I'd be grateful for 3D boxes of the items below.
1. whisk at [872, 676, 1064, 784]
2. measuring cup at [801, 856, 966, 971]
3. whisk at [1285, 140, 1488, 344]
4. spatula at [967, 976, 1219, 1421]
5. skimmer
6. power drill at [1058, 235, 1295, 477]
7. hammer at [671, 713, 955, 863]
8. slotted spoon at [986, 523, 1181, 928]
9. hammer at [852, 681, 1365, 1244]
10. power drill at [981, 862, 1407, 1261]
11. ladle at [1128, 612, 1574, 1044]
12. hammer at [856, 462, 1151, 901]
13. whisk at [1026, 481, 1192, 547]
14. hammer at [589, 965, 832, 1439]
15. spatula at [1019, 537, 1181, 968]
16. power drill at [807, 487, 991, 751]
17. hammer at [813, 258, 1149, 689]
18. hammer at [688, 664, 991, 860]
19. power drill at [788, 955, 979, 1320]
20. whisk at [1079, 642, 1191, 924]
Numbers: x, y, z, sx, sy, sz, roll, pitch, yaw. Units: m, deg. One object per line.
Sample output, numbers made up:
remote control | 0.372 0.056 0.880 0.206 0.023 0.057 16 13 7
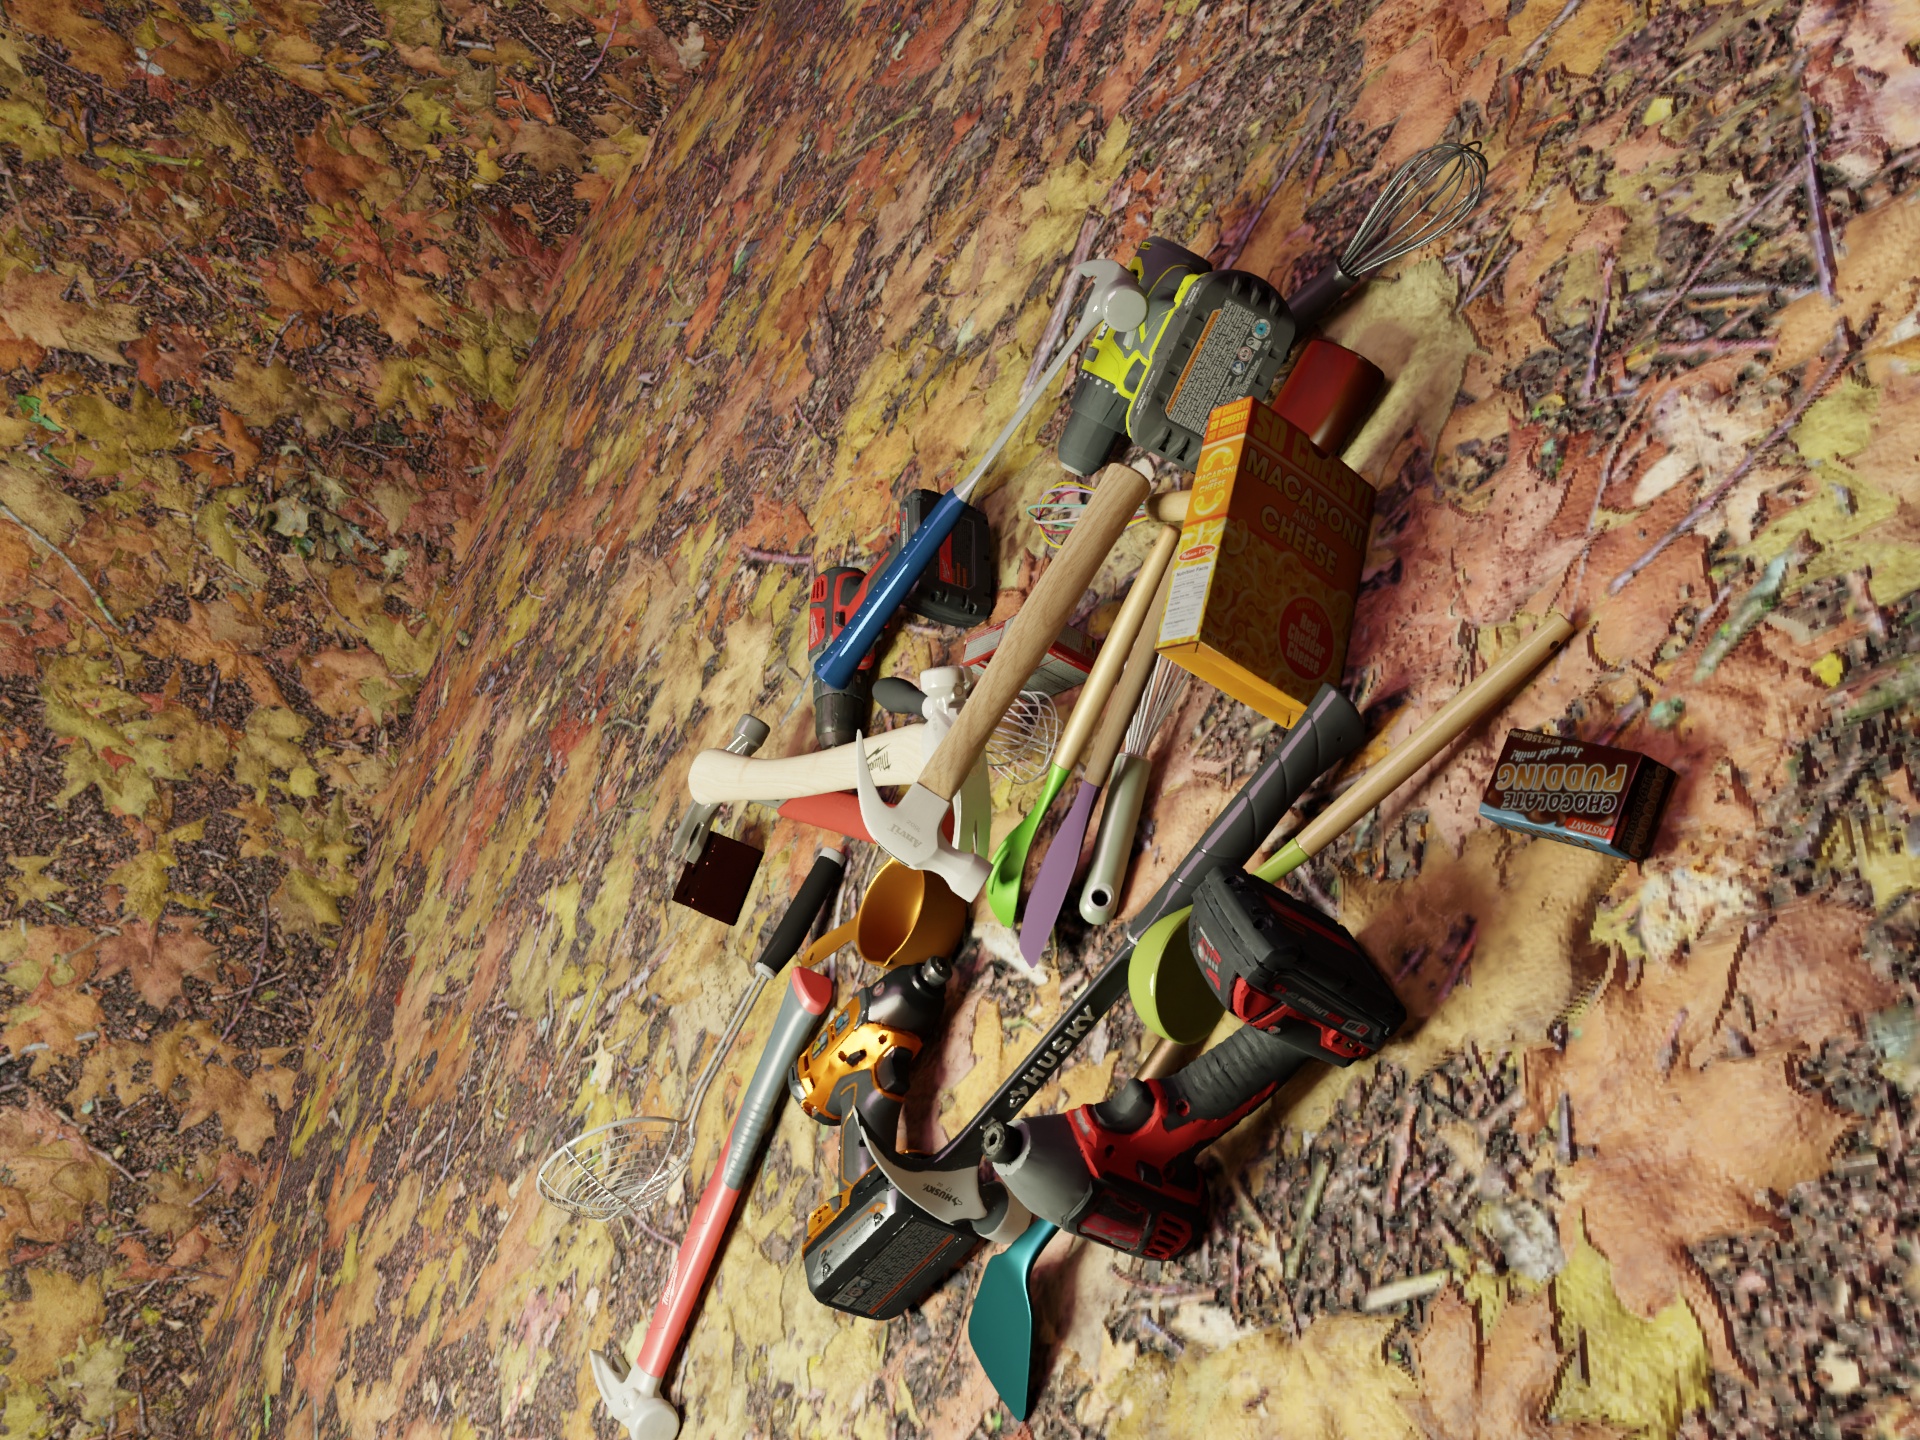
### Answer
whisk | -0.002 -0.003 1.259 0.285 0.070 0.070 18 83 59
measuring cup | -0.060 0.169 1.245 0.173 0.052 0.095 -35 41 44
whisk | 0.268 -0.313 1.102 0.239 0.055 0.055 -39 38 44
spatula | 0.090 0.267 0.962 0.317 0.044 0.082 -57 30 3
skimmer | -0.217 0.253 1.335 0.090 0.127 0.363 17 64 27
power drill | 0.147 -0.258 1.183 0.190 0.080 0.229 -64 18 12
hammer | -0.128 0.083 1.380 0.359 0.036 0.149 10 71 52
slotted spoon | 0.081 0.007 1.097 0.070 0.031 0.313 -90 22 -68
hammer | 0.098 0.142 0.957 0.409 0.149 0.036 -51 31 9
power drill | 0.118 0.192 0.855 0.219 0.143 0.079 -52 29 16
ladle | 0.216 0.061 0.878 0.320 0.078 0.062 -44 44 15
hammer | 0.038 -0.045 1.128 0.331 0.130 0.031 -58 0 -12
whisk | 0.132 -0.163 1.205 0.245 0.051 0.047 4 65 55
hammer | -0.203 0.386 1.319 0.143 0.038 0.386 11 78 61
spatula | 0.098 0.017 1.061 0.060 0.018 0.316 -126 56 -69
power drill | -0.068 -0.084 1.427 0.226 0.080 0.188 -34 48 48
hammer | 0.008 -0.188 1.252 0.405 0.035 0.144 -52 19 22
hammer | -0.114 0.051 1.303 0.411 0.038 0.146 -9 87 53
power drill | -0.050 0.279 1.117 0.164 0.084 0.227 -49 29 23
whisk | 0.120 0.019 1.086 0.059 0.058 0.246 90 -165 -77
